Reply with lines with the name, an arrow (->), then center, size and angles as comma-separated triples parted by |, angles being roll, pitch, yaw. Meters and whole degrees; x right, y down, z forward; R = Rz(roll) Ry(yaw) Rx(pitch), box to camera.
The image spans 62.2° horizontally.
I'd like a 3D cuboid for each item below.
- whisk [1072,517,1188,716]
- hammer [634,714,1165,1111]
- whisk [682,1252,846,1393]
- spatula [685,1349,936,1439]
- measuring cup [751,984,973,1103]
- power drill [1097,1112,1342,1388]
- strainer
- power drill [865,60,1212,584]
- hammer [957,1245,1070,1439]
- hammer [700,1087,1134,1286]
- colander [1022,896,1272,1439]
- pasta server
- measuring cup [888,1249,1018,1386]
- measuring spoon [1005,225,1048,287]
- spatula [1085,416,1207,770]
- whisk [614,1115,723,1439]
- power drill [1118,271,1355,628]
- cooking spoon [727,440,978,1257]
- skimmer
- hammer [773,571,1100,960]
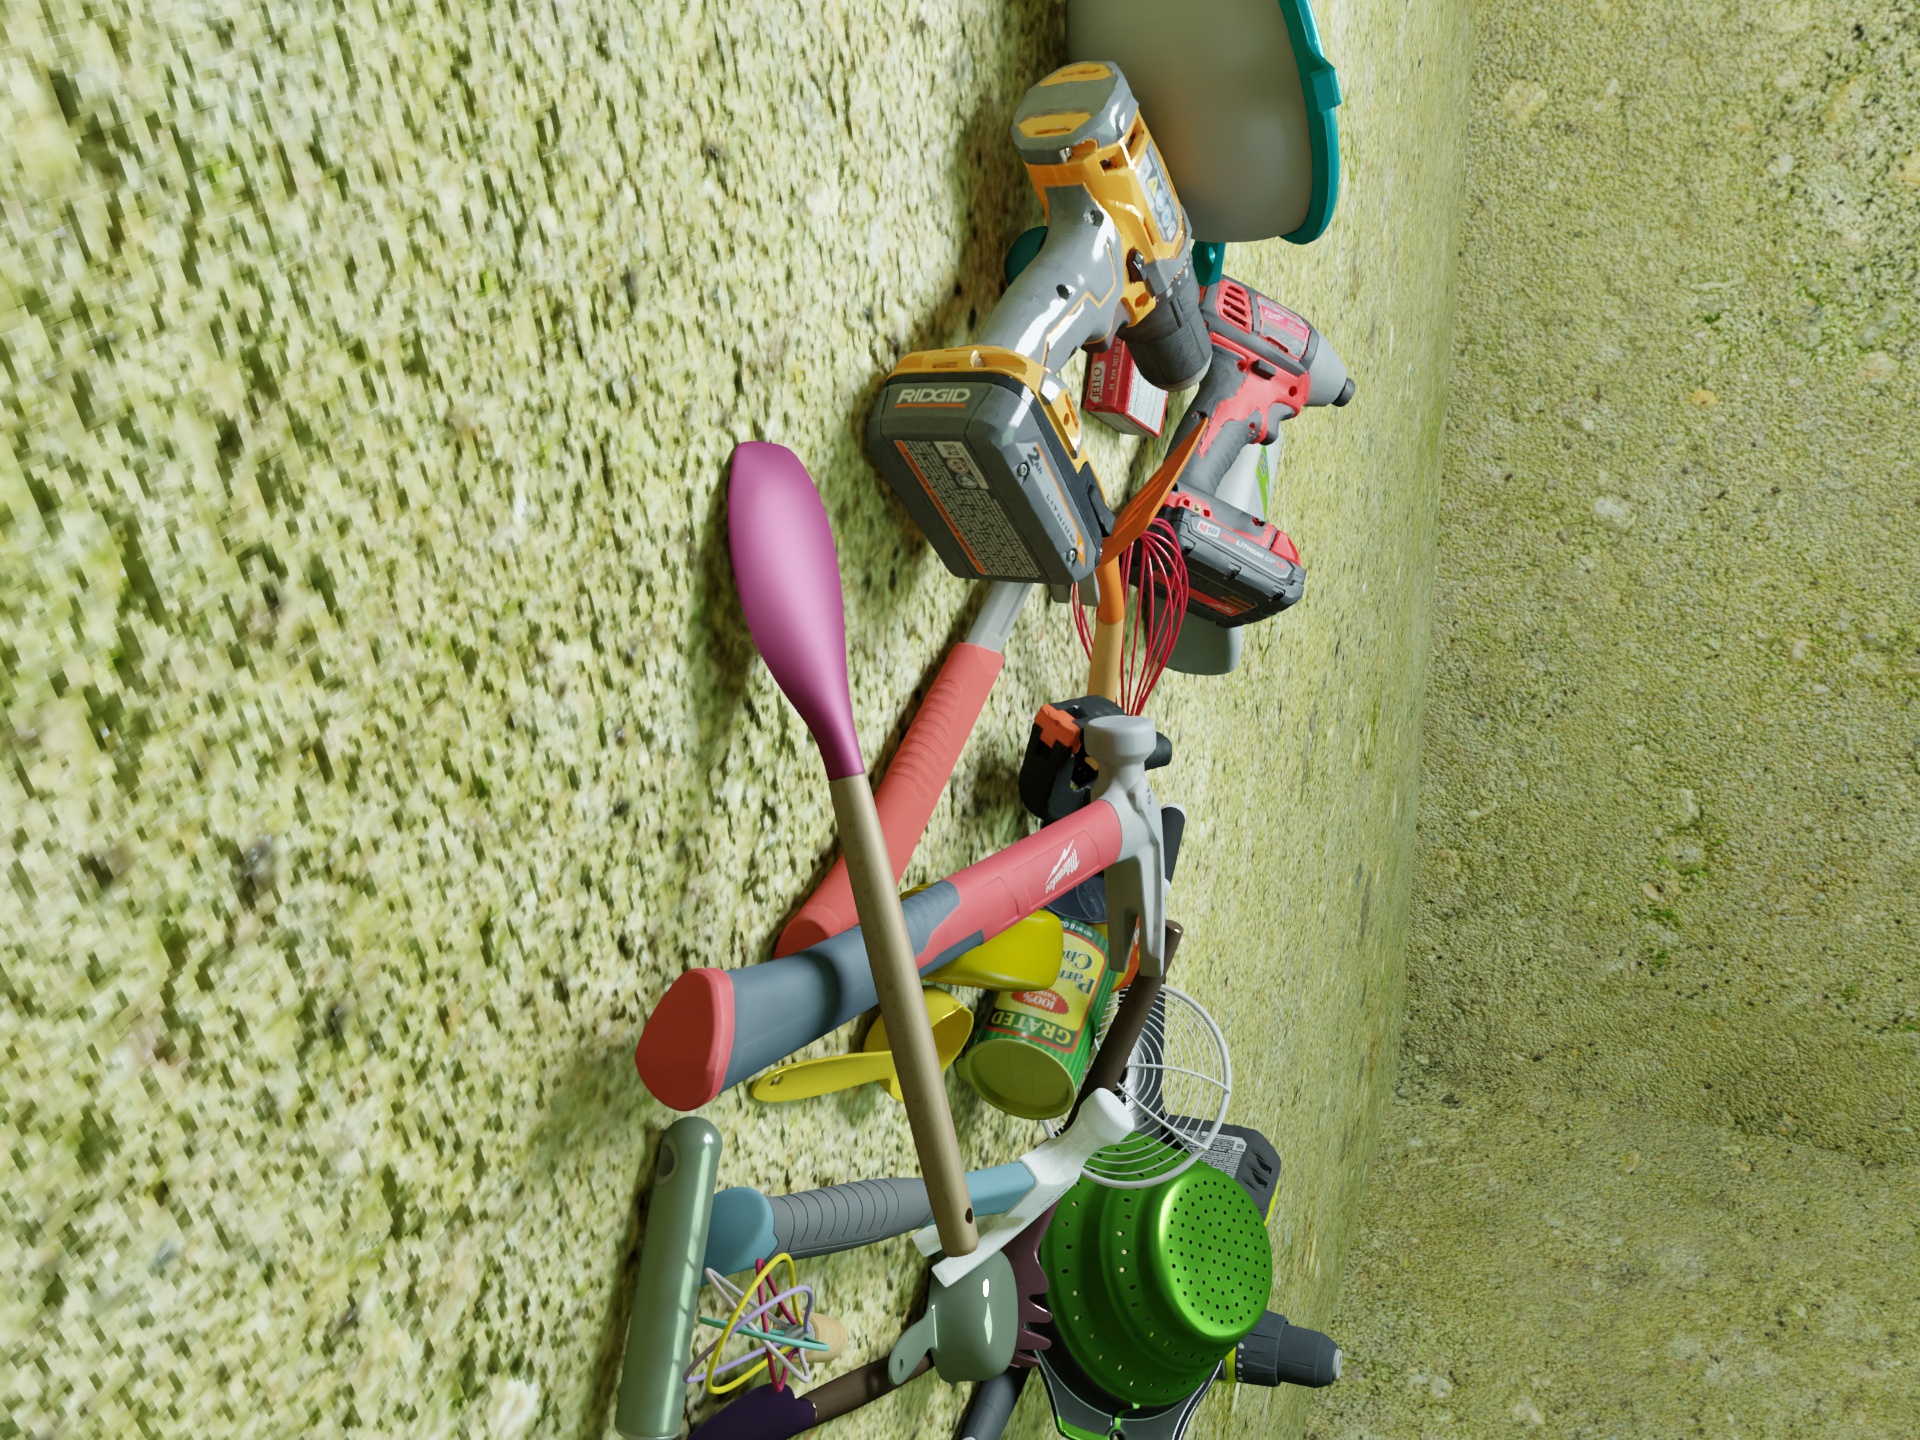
whisk -> 0.107, -0.011, 1.036 | 0.073, 0.073, 0.295 | -59, 156, -43
hammer -> 0.000, 0.101, 0.709 | 0.386, 0.038, 0.143 | -20, 108, -57
whisk -> -0.068, 0.250, 0.655 | 0.244, 0.051, 0.047 | 82, 7, -68
spatula -> -0.065, 0.330, 0.773 | 0.060, 0.018, 0.315 | -57, 157, 0
measuring cup -> -0.051, 0.154, 0.745 | 0.156, 0.029, 0.062 | 6, 119, -55
power drill -> 0.197, 0.425, 1.239 | 0.080, 0.190, 0.228 | -51, 139, -53
strainer -> 0.115, -0.321, 0.889 | 0.340, 0.095, 0.211 | 70, -3, -76
power drill -> 0.055, -0.172, 0.768 | 0.185, 0.084, 0.226 | 53, 52, -48
hammer -> -0.002, 0.472, 0.965 | 0.409, 0.036, 0.149 | -53, 146, -51
hammer -> -0.024, 0.233, 0.766 | 0.128, 0.033, 0.330 | -47, 153, 12
colander -> 0.144, 0.284, 1.086 | 0.204, 0.094, 0.397 | 26, 54, -29
pasta server -> 0.070, 0.254, 0.940 | 0.040, 0.060, 0.316 | 10, 111, -32
measuring cup -> -0.001, 0.335, 0.873 | 0.167, 0.038, 0.083 | 26, 59, -75
measuring spoon -> 0.043, -0.226, 0.857 | 0.128, 0.021, 0.042 | 41, 64, -75
spatula -> 0.094, -0.043, 0.926 | 0.081, 0.041, 0.322 | -58, 162, -32
whisk -> -0.118, 0.274, 0.595 | 0.059, 0.058, 0.246 | 14, 78, -35
power drill -> 0.191, -0.182, 1.073 | 0.078, 0.143, 0.220 | -22, -131, 62
cooking spoon -> -0.037, 0.047, 0.607 | 0.068, 0.017, 0.319 | -10, 86, -60
skimmer -> 0.135, 0.172, 1.104 | 0.363, 0.127, 0.090 | -59, 131, -63
hammer -> -0.001, -0.003, 0.794 | 0.149, 0.037, 0.359 | 75, 31, -44
